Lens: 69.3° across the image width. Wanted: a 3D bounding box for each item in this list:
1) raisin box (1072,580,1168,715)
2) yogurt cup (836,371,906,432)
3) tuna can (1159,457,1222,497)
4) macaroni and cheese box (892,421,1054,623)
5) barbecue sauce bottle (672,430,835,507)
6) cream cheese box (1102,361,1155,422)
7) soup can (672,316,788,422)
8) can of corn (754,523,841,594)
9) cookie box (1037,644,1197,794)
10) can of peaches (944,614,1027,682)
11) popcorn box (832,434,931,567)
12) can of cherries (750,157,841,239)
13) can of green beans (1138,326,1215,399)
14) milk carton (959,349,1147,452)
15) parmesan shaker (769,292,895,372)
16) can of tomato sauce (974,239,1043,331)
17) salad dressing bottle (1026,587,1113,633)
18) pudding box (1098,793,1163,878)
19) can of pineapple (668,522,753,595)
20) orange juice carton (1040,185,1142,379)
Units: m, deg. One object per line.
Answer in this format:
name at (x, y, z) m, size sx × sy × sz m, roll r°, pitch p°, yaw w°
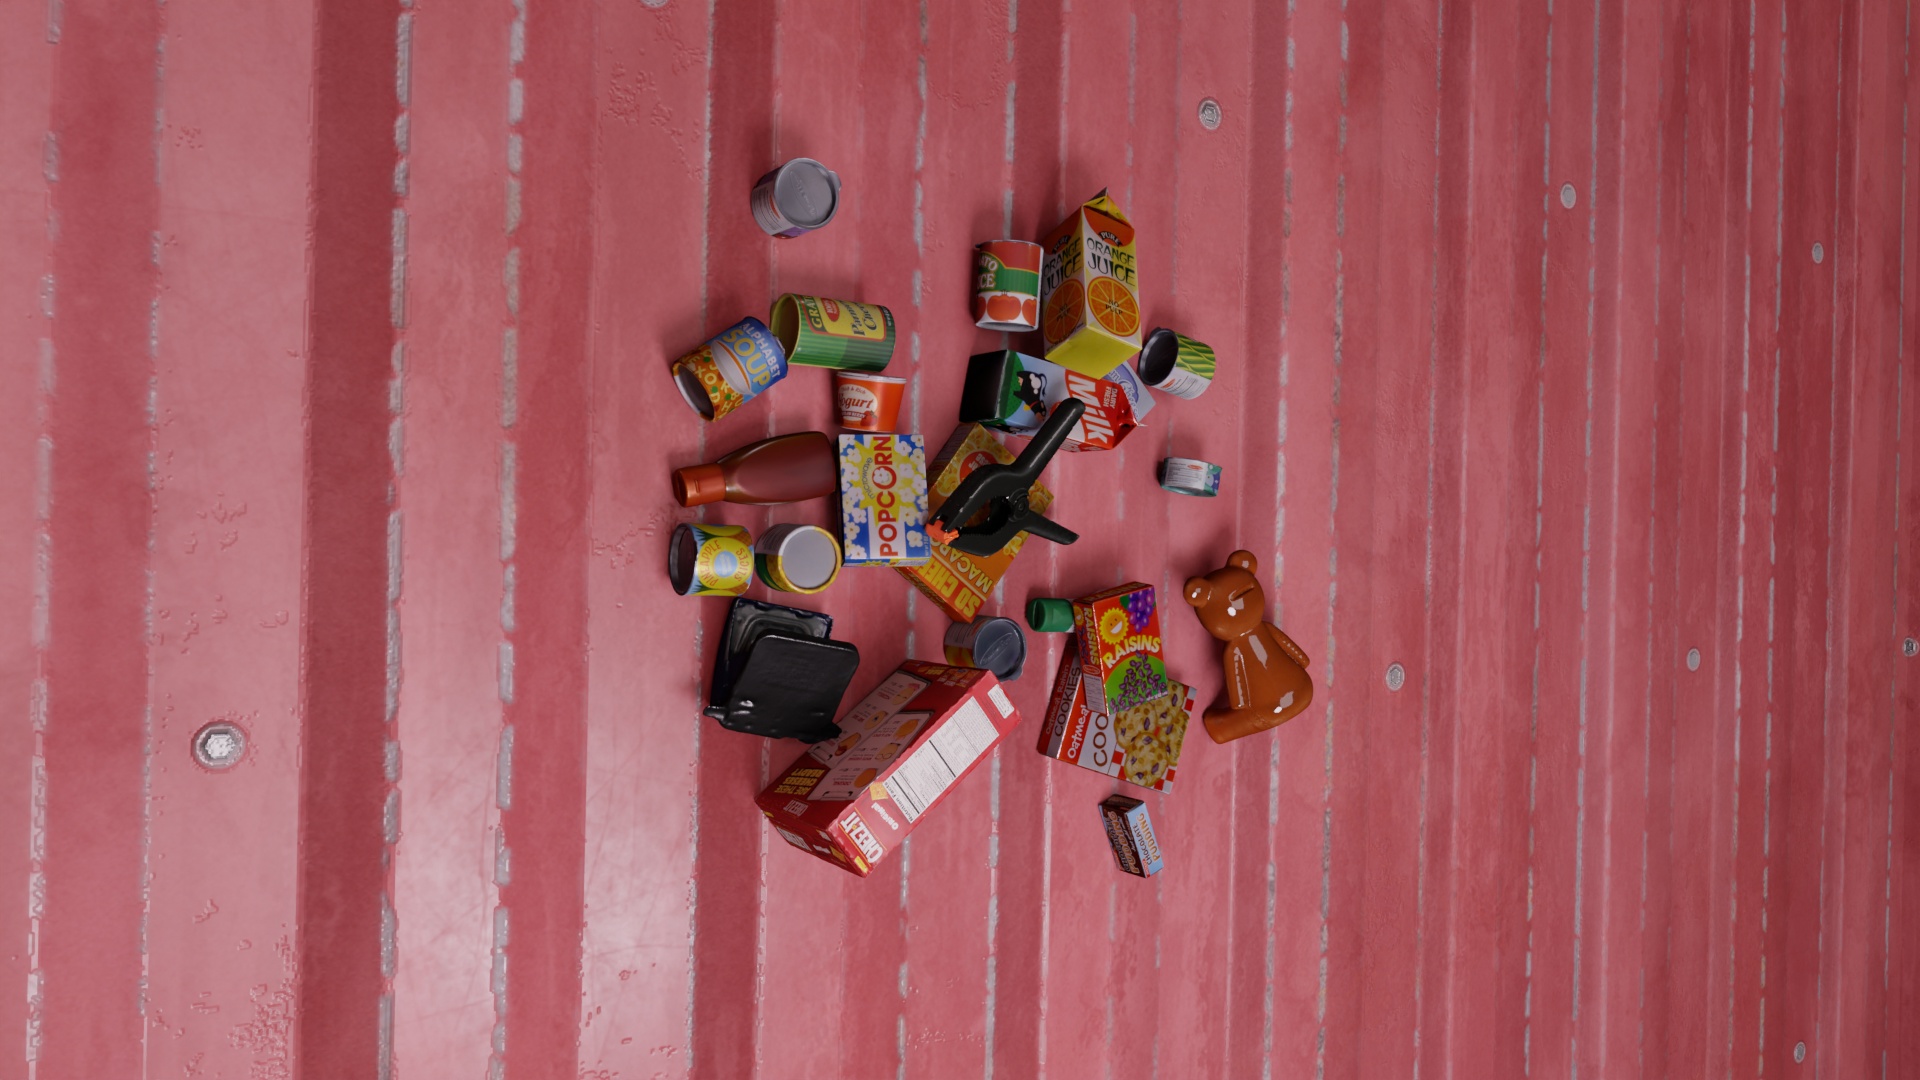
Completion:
raisin box at (0.170, 0.113, 1.471) m, size 0.086 × 0.040 × 0.123 m, roll -14°, pitch 101°, yaw -29°
yogurt cup at (-0.088, -0.134, 1.345) m, size 0.072 × 0.072 × 0.054 m, roll 1°, pitch 98°, yaw -32°
tuna can at (0.259, -0.070, 1.560) m, size 0.071 × 0.071 × 0.033 m, roll 14°, pitch 85°, yaw -31°
macaroni and cheese box at (0.005, -0.018, 1.417) m, size 0.123 × 0.040 × 0.167 m, roll 43°, pitch 69°, yaw -23°
barbecue sauce bottle at (-0.191, -0.061, 1.294) m, size 0.149 × 0.043 × 0.064 m, roll -13°, pitch 97°, yaw -30°
cream cheese box at (0.167, -0.171, 1.524) m, size 0.053 × 0.024 × 0.103 m, roll -48°, pitch 114°, yaw -22°
soup can at (-0.209, -0.156, 1.265) m, size 0.084 × 0.071 × 0.071 m, roll -38°, pitch 109°, yaw -25°
can of corn at (-0.152, 0.019, 1.310) m, size 0.071 × 0.058 × 0.071 m, roll -1°, pitch 91°, yaw -31°
cookie box at (0.173, 0.197, 1.525) m, size 0.167 × 0.040 × 0.123 m, roll 22°, pitch 79°, yaw -31°
can of peaches at (0.026, 0.111, 1.422) m, size 0.071 × 0.058 × 0.071 m, roll -1°, pitch 91°, yaw -32°
popcorn box at (-0.076, -0.038, 1.339) m, size 0.085 × 0.038 × 0.127 m, roll -1°, pitch 76°, yaw -14°
can of cherries at (-0.154, -0.320, 1.304) m, size 0.071 × 0.058 × 0.071 m, roll 0°, pitch 90°, yaw -31°
can of green beans at (0.241, -0.196, 1.545) m, size 0.058 × 0.071 × 0.071 m, roll 15°, pitch 83°, yaw -32°
milk carton at (0.101, -0.139, 1.456) m, size 0.191 × 0.072 × 0.073 m, roll 13°, pitch 84°, yaw -31°
parmesan shaker at (-0.122, -0.199, 1.323) m, size 0.103 × 0.071 × 0.071 m, roll 1°, pitch 90°, yaw -32°
can of tomato sauce at (0.048, -0.261, 1.425) m, size 0.071 × 0.071 × 0.083 m, roll 4°, pitch 90°, yaw -32°
salad dressing bottle at (0.142, 0.082, 1.501) m, size 0.148 × 0.044 × 0.064 m, roll 3°, pitch 91°, yaw -31°
pudding box at (0.188, 0.325, 1.529) m, size 0.030 × 0.049 × 0.083 m, roll -24°, pitch 104°, yaw -31°
can of pineapple at (-0.225, 0.018, 1.258) m, size 0.058 × 0.071 × 0.071 m, roll 2°, pitch 90°, yaw -32°
orange juice carton at (0.133, -0.272, 1.436) m, size 0.073 × 0.071 × 0.193 m, roll 16°, pitch 60°, yaw -30°
